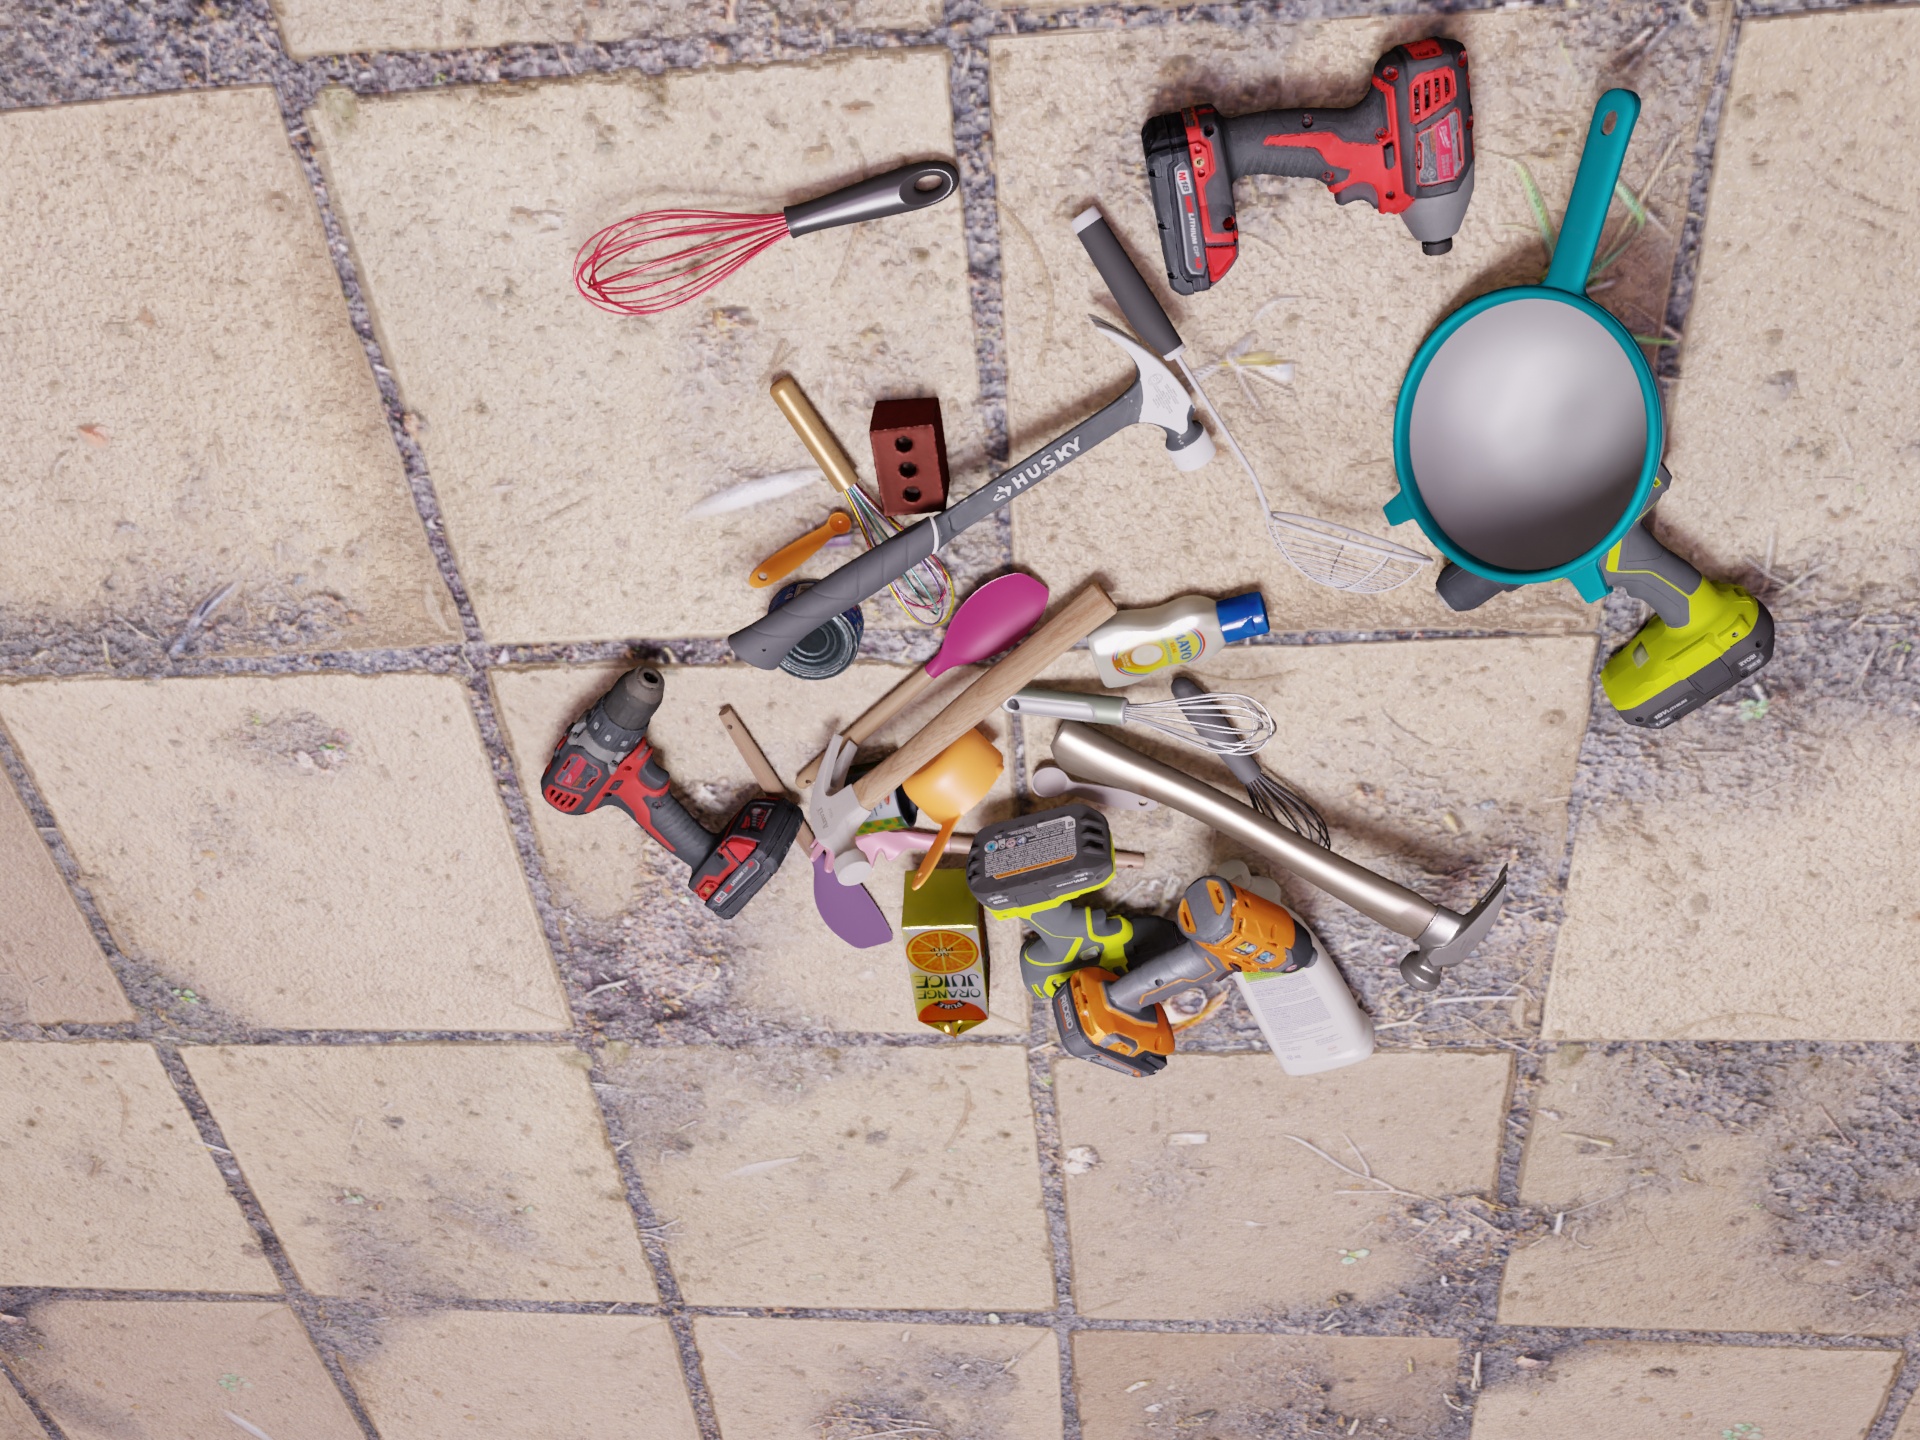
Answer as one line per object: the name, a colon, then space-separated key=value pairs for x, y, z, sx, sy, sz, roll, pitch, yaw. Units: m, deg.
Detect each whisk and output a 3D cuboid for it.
whisk: x=-0.144 y=-0.359 z=1.166 sx=0.296 sy=0.073 sz=0.073 roll=-14 pitch=123 yaw=7
whisk: x=0.149 y=-0.006 z=1.370 sx=0.246 sy=0.059 sz=0.057 roll=7 pitch=124 yaw=19
whisk: x=0.259 y=0.049 z=1.424 sx=0.055 sy=0.055 sz=0.238 roll=-31 pitch=114 yaw=25
whisk: x=-0.078 y=-0.177 z=1.302 sx=0.047 sy=0.051 sz=0.244 roll=-34 pitch=114 yaw=3

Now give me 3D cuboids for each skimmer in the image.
skimmer: x=0.217 y=-0.240 z=1.182 sx=0.090 sy=0.127 sz=0.363 roll=-34 pitch=101 yaw=10

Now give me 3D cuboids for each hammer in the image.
hammer: x=-0.002 y=-0.004 z=1.367 sx=0.331 sy=0.130 sz=0.031 roll=-40 pitch=139 yaw=14
hammer: x=-0.008 y=-0.159 z=1.244 sx=0.409 sy=0.036 sz=0.149 roll=-31 pitch=123 yaw=10
hammer: x=0.273 y=0.095 z=1.402 sx=0.410 sy=0.038 sz=0.146 roll=27 pitch=128 yaw=2

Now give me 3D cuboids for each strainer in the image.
strainer: x=0.439 y=-0.267 z=1.136 sx=0.095 sy=0.211 sz=0.340 roll=-11 pitch=120 yaw=-38

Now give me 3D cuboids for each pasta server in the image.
pasta server: x=0.017 y=0.126 z=1.509 sx=0.316 sy=0.040 sz=0.060 roll=5 pitch=138 yaw=1

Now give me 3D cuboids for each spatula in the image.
spatula: x=-0.153 y=0.111 z=1.527 sx=0.060 sy=0.018 sz=0.315 roll=-16 pitch=123 yaw=18

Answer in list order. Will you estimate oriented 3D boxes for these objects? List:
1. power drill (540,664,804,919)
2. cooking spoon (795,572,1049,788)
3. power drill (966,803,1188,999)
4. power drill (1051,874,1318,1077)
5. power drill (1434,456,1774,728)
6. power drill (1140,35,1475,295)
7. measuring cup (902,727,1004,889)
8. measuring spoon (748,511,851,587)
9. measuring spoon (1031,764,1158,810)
power drill: x=-0.257 y=0.061 z=1.455 sx=0.226 sy=0.080 sz=0.188 roll=36 pitch=128 yaw=-10
cooking spoon: x=-0.044 y=-0.029 z=1.413 sx=0.068 sy=0.017 sz=0.319 roll=30 pitch=125 yaw=-33
power drill: x=0.113 y=0.177 z=1.494 sx=0.171 sy=0.080 sz=0.223 roll=-16 pitch=138 yaw=17
power drill: x=0.214 y=0.240 z=1.470 sx=0.164 sy=0.084 sz=0.226 roll=26 pitch=125 yaw=-35
power drill: x=0.514 y=-0.101 z=1.270 sx=0.228 sy=0.080 sz=0.190 roll=41 pitch=119 yaw=-18
power drill: x=0.244 y=-0.374 z=1.103 sx=0.219 sy=0.079 sz=0.143 roll=-11 pitch=124 yaw=10
measuring cup: x=-0.024 y=0.071 z=1.392 sx=0.095 sy=0.174 sz=0.052 roll=-27 pitch=116 yaw=40
measuring spoon: x=-0.137 y=-0.145 z=1.348 sx=0.117 sy=0.011 sz=0.021 roll=-31 pitch=115 yaw=29
measuring spoon: x=0.124 y=0.063 z=1.469 sx=0.124 sy=0.018 sz=0.034 roll=13 pitch=122 yaw=-12
